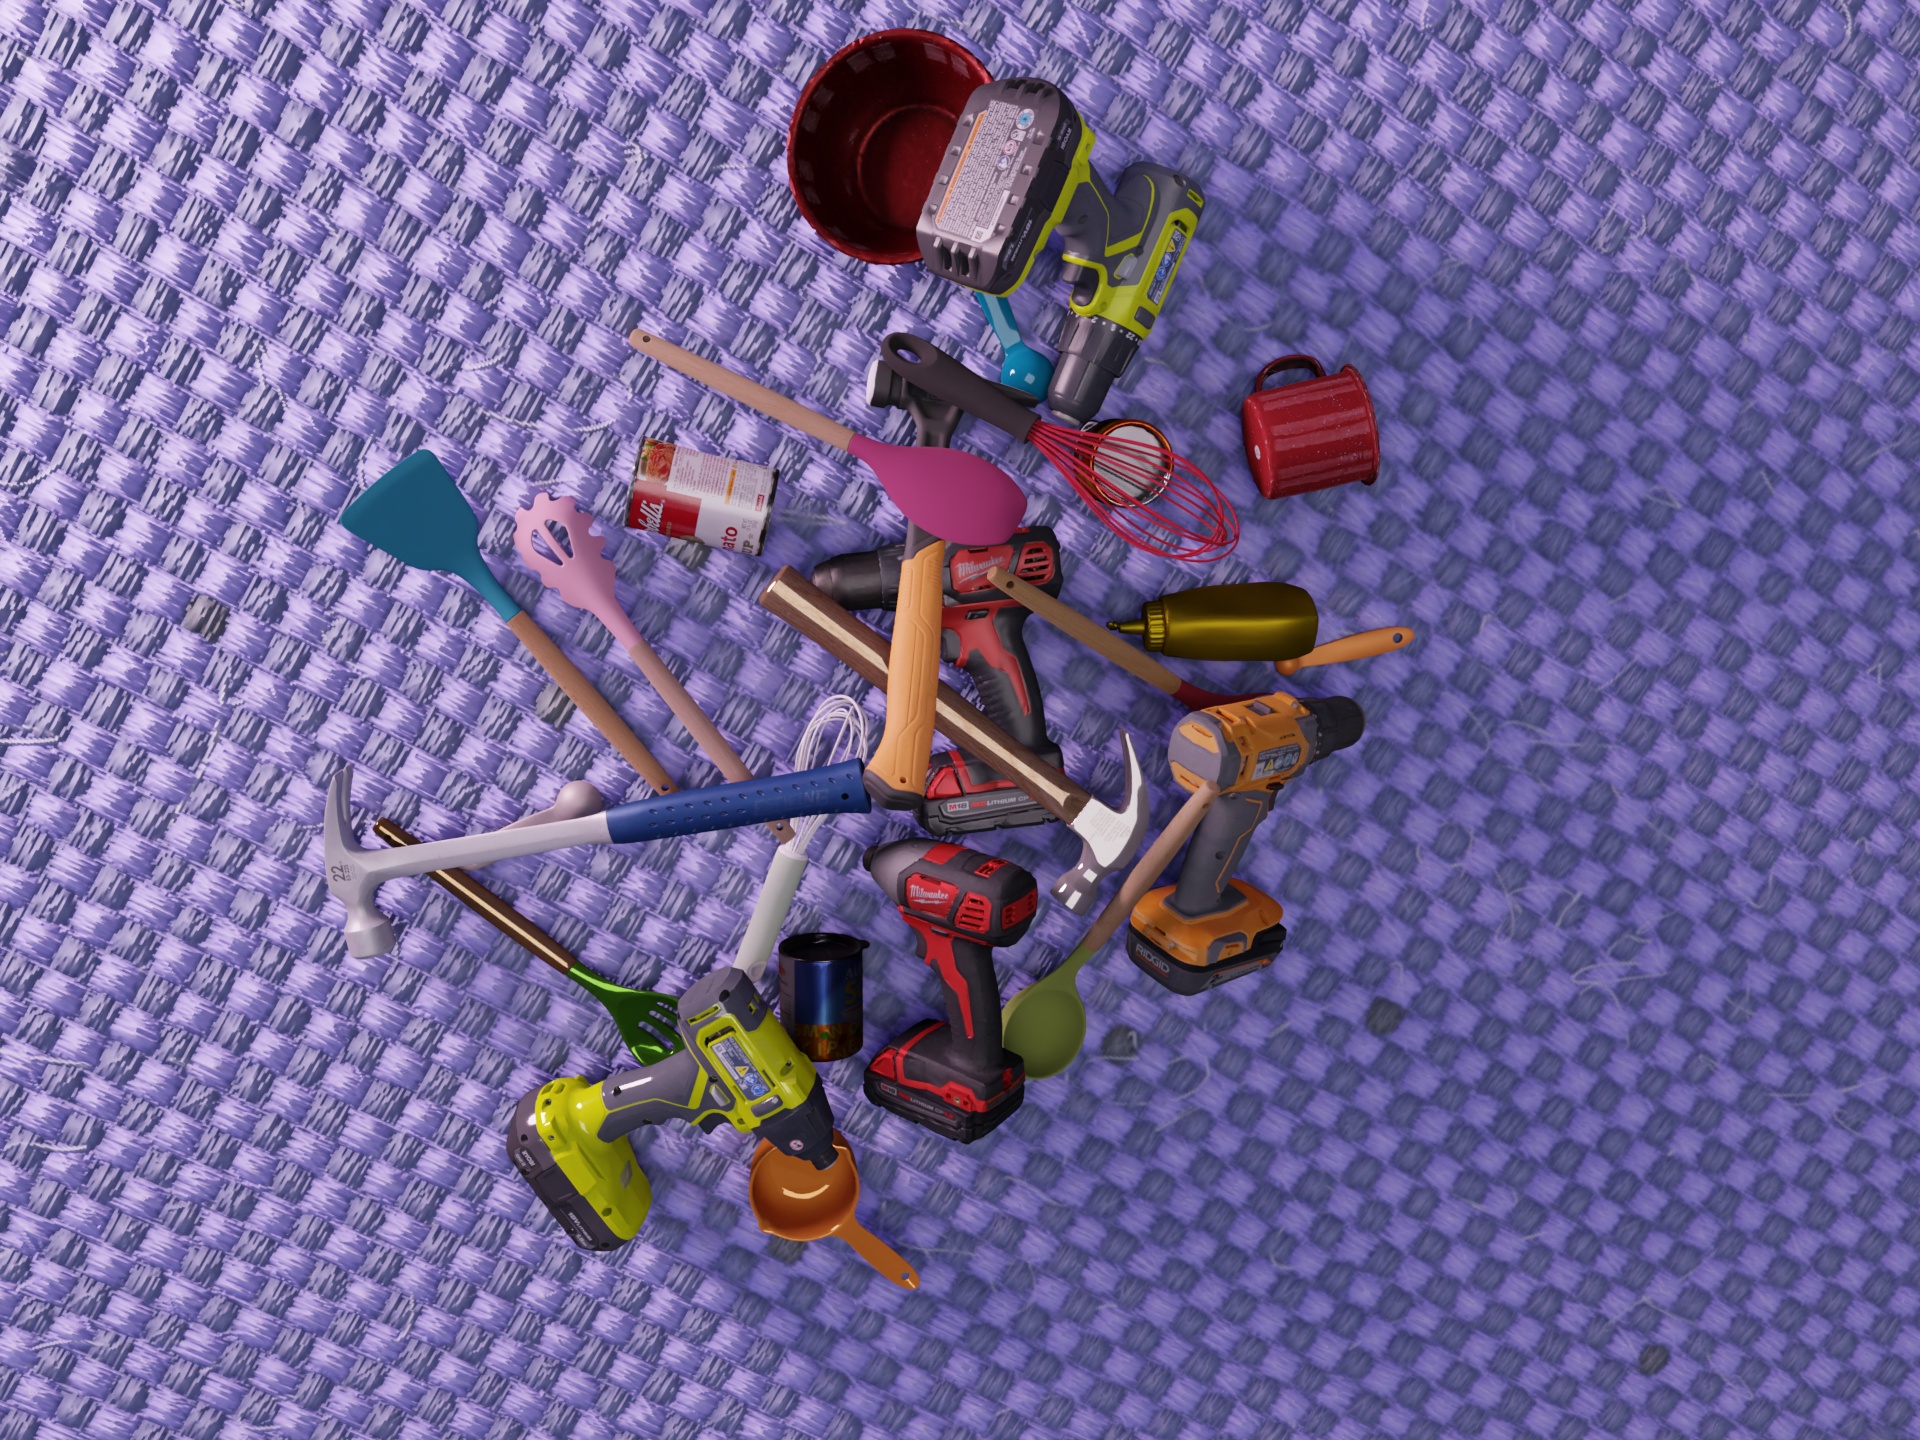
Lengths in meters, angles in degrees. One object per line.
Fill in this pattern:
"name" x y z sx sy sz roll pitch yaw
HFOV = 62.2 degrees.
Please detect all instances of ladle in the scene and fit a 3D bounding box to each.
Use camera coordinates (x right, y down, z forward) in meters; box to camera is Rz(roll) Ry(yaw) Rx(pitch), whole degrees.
"ladle" 0.143 -0.039 1.194 0.315 0.031 0.069 29 102 -29
"ladle" 0.114 0.162 1.194 0.078 0.062 0.320 6 134 -28

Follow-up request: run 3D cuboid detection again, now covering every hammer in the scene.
"hammer" -0.002 -0.004 1.156 0.331 0.031 0.130 37 91 -8
"hammer" -0.020 -0.098 1.130 0.127 0.034 0.337 9 70 -9
"hammer" -0.269 0.075 1.169 0.405 0.035 0.144 -10 104 2

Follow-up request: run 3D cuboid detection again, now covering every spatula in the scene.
"spatula" -0.315 -0.055 1.177 0.082 0.044 0.317 -40 104 -2

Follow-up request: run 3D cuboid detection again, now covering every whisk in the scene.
"whisk" -0.127 0.095 1.230 0.057 0.059 0.246 9 108 -48
"whisk" 0.069 -0.198 1.137 0.296 0.073 0.073 32 96 8

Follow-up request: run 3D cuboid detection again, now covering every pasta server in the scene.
"pasta server" -0.223 -0.035 1.182 0.060 0.040 0.316 -37 99 1

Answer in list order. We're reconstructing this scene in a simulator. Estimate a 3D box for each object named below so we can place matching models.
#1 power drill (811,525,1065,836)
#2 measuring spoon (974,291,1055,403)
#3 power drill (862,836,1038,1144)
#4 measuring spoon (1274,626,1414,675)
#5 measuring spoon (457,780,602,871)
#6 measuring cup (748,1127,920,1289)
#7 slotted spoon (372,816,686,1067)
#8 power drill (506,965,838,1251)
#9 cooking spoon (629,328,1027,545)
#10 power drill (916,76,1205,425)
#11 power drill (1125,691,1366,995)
"power drill" -0.010 -0.032 1.204 0.188 0.080 0.226 -6 99 -6
"measuring spoon" 0.034 -0.295 1.185 0.042 0.021 0.128 -26 104 -2
"power drill" -0.015 0.195 1.207 0.143 0.078 0.219 15 114 33
"measuring spoon" 0.308 -0.056 1.269 0.117 0.011 0.021 -13 102 -4
"measuring spoon" -0.331 0.085 1.214 0.124 0.018 0.034 -28 103 1
"measuring cup" -0.097 0.394 1.286 0.095 0.052 0.173 -44 104 3
"slotted spoon" -0.320 0.173 1.226 0.313 0.031 0.070 39 111 -11
"power drill" -0.215 0.307 1.213 0.223 0.080 0.171 -29 102 14
"cooking spoon" -0.099 -0.209 1.133 0.319 0.017 0.069 27 75 10
"power drill" 0.072 -0.320 1.104 0.080 0.228 0.190 28 98 33
"power drill" 0.223 0.083 1.218 0.185 0.084 0.226 -12 122 -38
